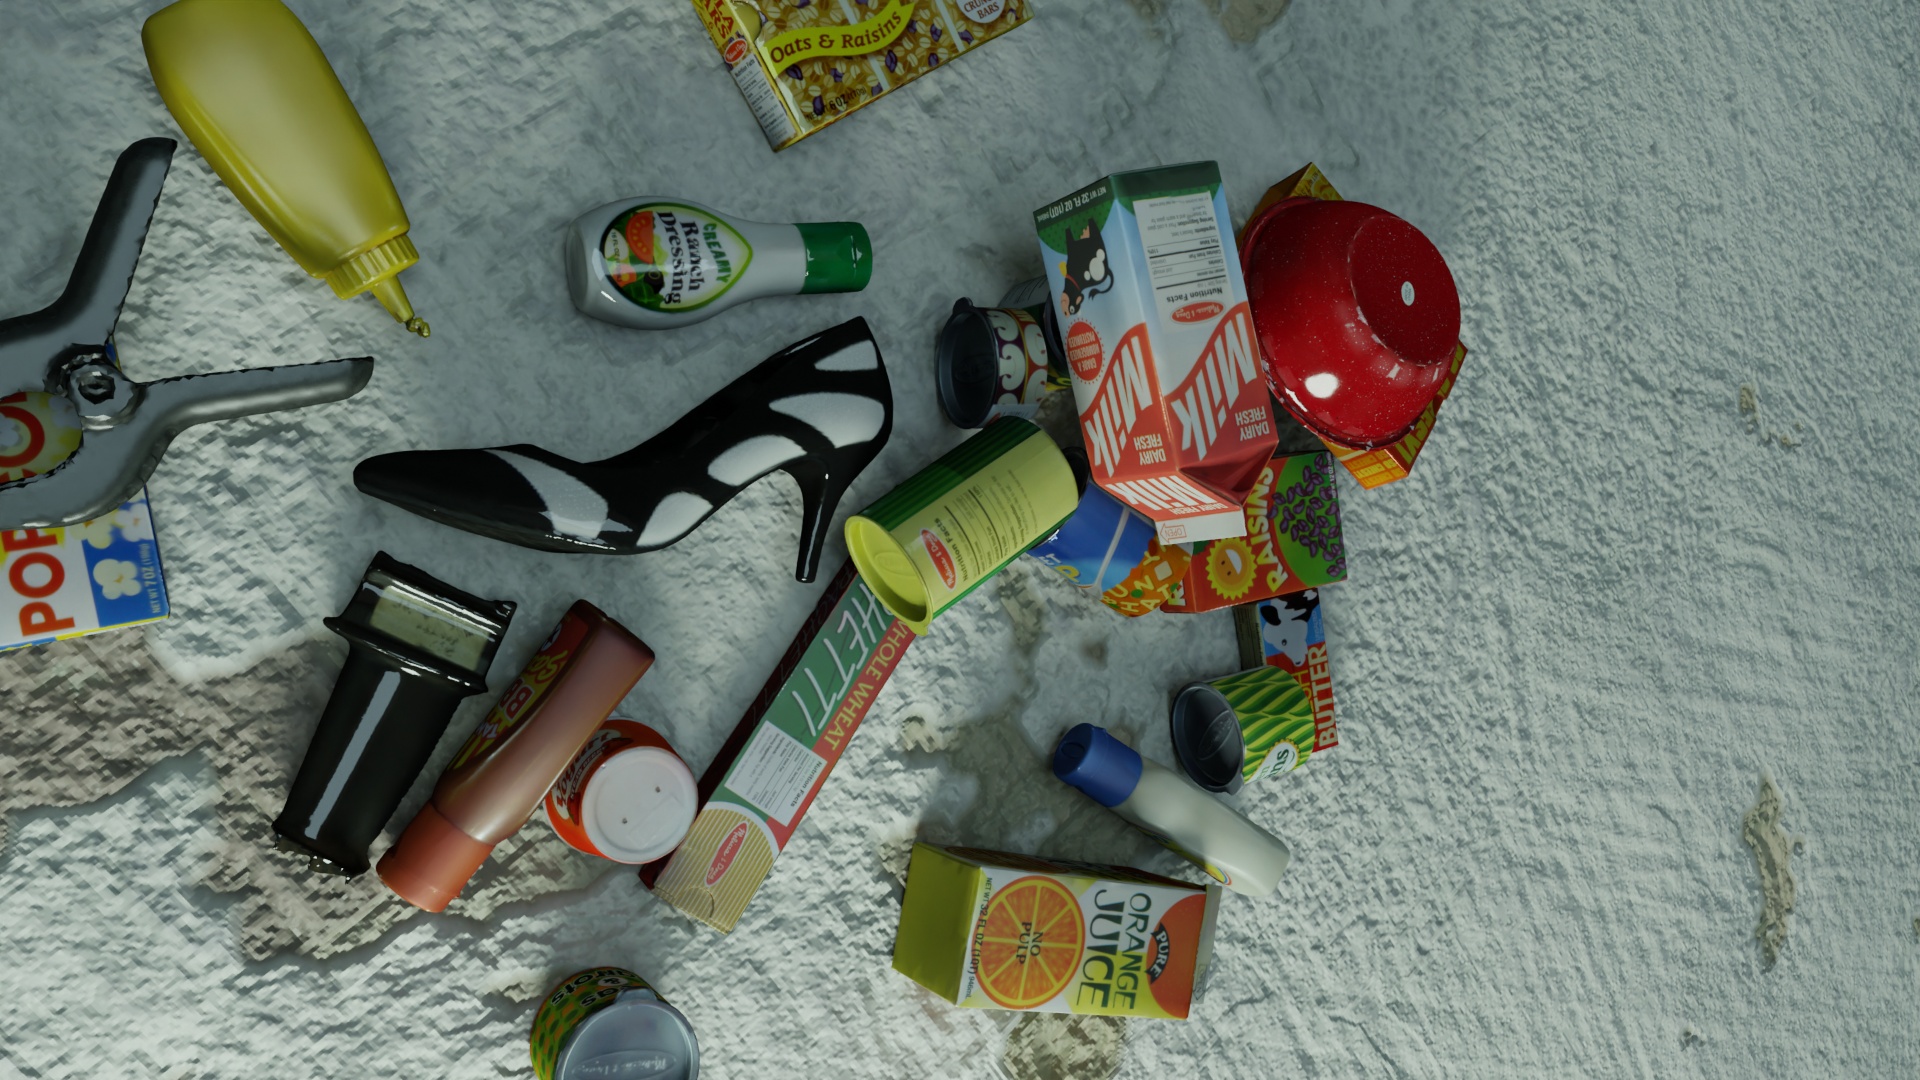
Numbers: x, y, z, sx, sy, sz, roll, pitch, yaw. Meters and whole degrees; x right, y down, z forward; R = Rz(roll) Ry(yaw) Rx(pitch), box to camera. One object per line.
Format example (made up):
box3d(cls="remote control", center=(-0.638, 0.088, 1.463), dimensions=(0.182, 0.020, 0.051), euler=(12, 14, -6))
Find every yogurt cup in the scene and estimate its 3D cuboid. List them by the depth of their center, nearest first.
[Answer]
box3d(cls="yogurt cup", center=(-0.158, 0.120, 0.658), dimensions=(0.072, 0.054, 0.072), euler=(0, 91, -29))

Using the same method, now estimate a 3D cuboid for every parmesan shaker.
box3d(cls="parmesan shaker", center=(0.003, -0.009, 0.707), dimensions=(0.103, 0.071, 0.071), euler=(-35, 106, -25))

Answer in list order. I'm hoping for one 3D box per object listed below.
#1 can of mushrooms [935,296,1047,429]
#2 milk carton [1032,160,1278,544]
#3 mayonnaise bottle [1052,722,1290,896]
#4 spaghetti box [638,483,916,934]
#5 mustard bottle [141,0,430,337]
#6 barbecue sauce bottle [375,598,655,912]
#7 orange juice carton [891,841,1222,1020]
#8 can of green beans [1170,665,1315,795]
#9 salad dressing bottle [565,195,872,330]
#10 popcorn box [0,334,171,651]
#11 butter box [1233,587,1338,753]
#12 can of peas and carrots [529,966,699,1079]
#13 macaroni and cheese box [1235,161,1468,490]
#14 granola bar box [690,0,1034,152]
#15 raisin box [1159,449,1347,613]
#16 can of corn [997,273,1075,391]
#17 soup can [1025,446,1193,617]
box3d(cls="can of mushrooms", center=(0.016, -0.095, 0.749), dimensions=(0.033, 0.071, 0.071), euler=(-3, 91, -29))
box3d(cls="milk carton", center=(0.106, -0.092, 0.725), dimensions=(0.074, 0.072, 0.190), euler=(-15, 94, -30))
box3d(cls="mayonnaise bottle", center=(0.120, 0.156, 0.808), dimensions=(0.148, 0.064, 0.041), euler=(34, 78, -20))
box3d(cls="spaghetti box", center=(-0.073, 0.080, 0.719), dimensions=(0.050, 0.028, 0.251), euler=(40, 72, -22))
box3d(cls="mustard bottle", center=(-0.279, -0.155, 0.598), dimensions=(0.065, 0.049, 0.160), euler=(-36, 107, -24))
box3d(cls="barbecue sauce bottle", center=(-0.202, 0.098, 0.632), dimensions=(0.043, 0.065, 0.149), euler=(41, 79, -23))
box3d(cls="orange juice carton", center=(0.067, 0.217, 0.770), dimensions=(0.193, 0.073, 0.072), euler=(14, 83, -28))
box3d(cls="can of green beans", center=(0.169, 0.112, 0.831), dimensions=(0.058, 0.071, 0.071), euler=(-9, 94, -29))
box3d(cls="salad dressing bottle", center=(-0.117, -0.139, 0.689), dimensions=(0.148, 0.044, 0.064), euler=(-9, 93, -29))
box3d(cls="popcorn box", center=(-0.373, -0.022, 0.550), dimensions=(0.085, 0.038, 0.126), euler=(-12, 95, -28))
box3d(cls="butter box", center=(0.206, 0.084, 0.875), dimensions=(0.053, 0.024, 0.103), euler=(-11, 94, -28))
box3d(cls="can of peas and carrots", center=(-0.163, 0.237, 0.651), dimensions=(0.071, 0.058, 0.071), euler=(1, 89, -29))
box3d(cls="macaroni and cheese box", center=(0.235, -0.132, 0.862), dimensions=(0.166, 0.040, 0.124), euler=(44, 57, -15))
box3d(cls="granola bar box", center=(-0.056, -0.297, 0.728), dimensions=(0.166, 0.039, 0.124), euler=(-36, 106, -25))
box3d(cls="raisin box", center=(0.175, -0.007, 0.851), dimensions=(0.124, 0.040, 0.086), euler=(-10, 94, -30))
box3d(cls="can of corn", center=(0.061, -0.116, 0.779), dimensions=(0.071, 0.058, 0.071), euler=(0, 89, -29))
box3d(cls="soup can", center=(0.078, -0.002, 0.784), dimensions=(0.083, 0.071, 0.071), euler=(33, 74, -25))
